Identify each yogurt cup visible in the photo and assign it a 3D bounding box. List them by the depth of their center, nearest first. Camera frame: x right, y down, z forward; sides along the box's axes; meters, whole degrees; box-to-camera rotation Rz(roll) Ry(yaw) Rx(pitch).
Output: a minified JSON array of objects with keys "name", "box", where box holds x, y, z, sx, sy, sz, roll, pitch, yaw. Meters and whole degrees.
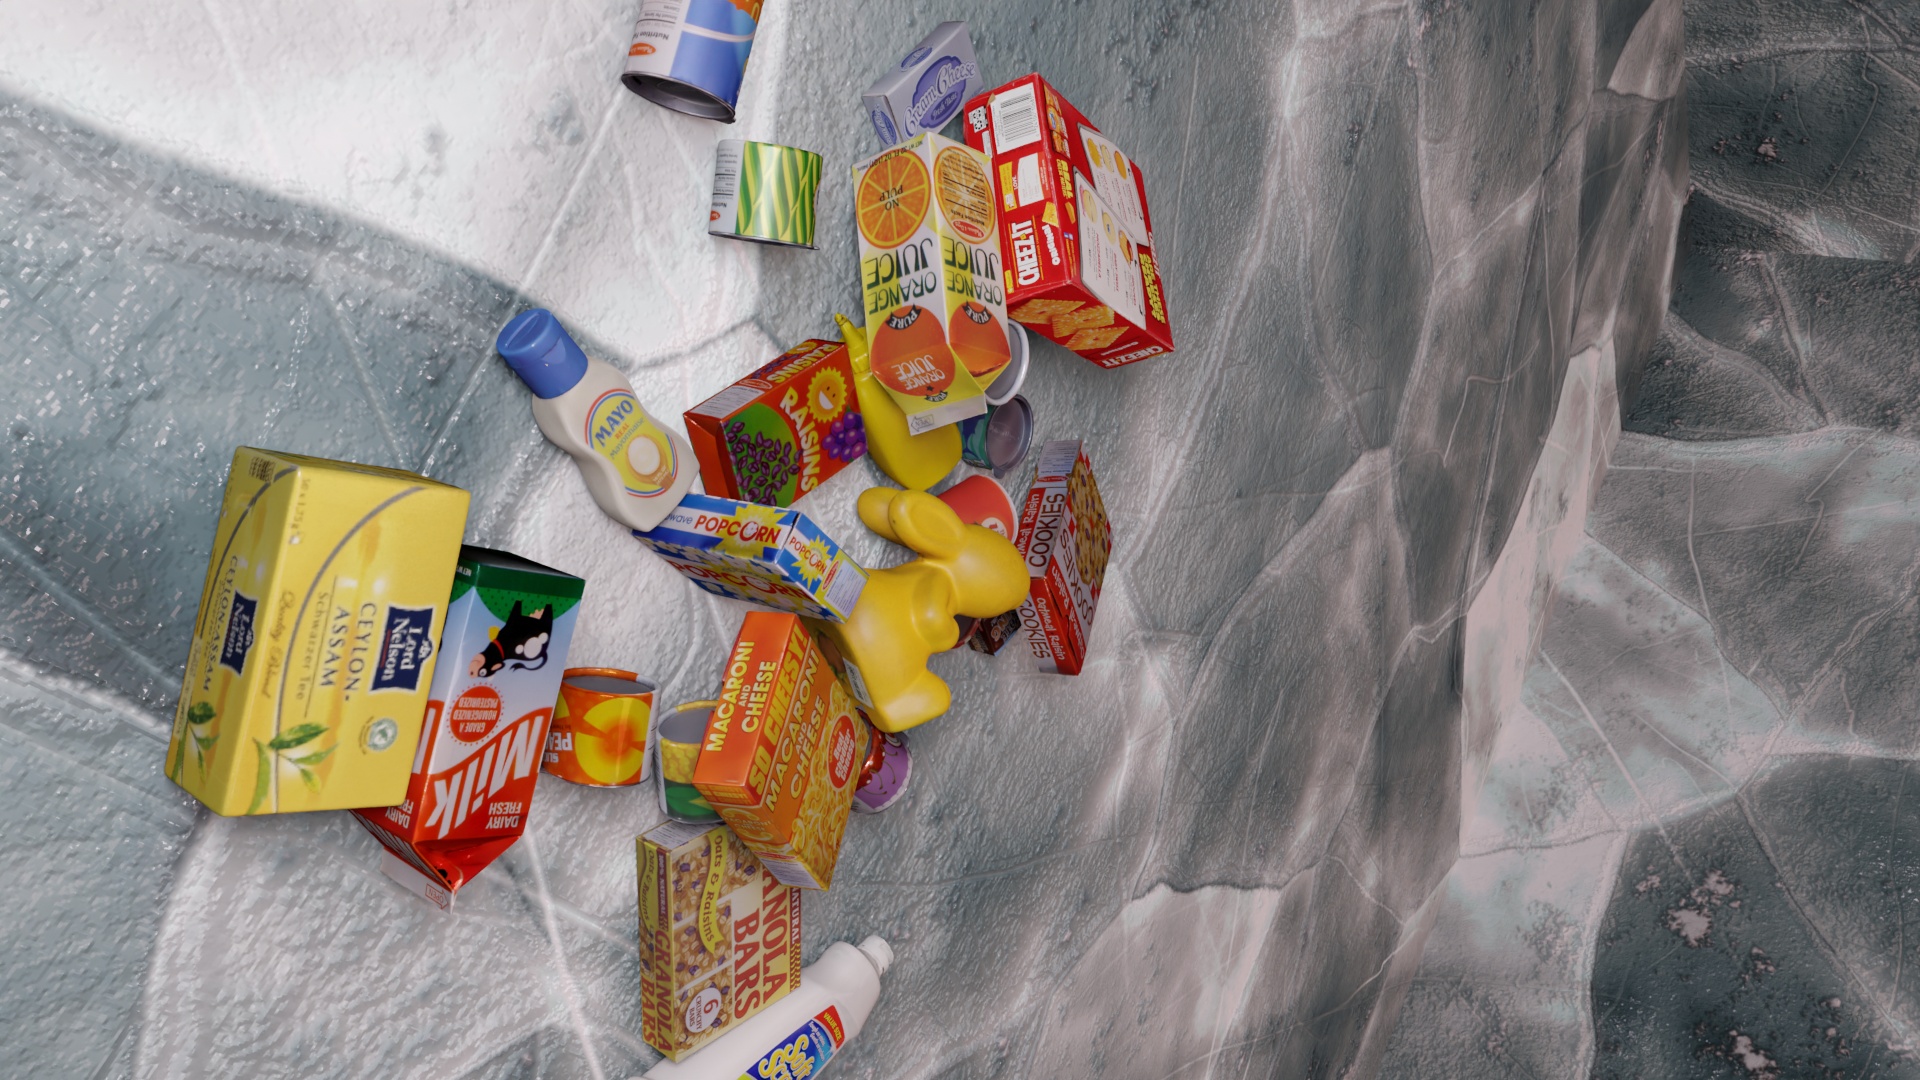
[{"name":"yogurt cup","box":[0.004,-0.014,1.107,0.054,0.072,0.072,-23,120,-38]}]

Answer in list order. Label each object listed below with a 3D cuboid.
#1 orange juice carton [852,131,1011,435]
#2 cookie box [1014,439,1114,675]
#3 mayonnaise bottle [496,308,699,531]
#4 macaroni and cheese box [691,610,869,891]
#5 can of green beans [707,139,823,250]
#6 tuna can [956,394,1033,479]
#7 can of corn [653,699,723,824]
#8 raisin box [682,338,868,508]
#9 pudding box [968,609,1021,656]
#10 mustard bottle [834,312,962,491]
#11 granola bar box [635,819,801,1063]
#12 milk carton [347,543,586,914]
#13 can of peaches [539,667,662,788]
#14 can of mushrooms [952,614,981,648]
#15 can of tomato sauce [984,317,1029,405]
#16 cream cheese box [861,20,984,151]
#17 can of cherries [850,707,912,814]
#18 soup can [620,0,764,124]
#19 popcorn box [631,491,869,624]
[{"name":"orange juice carton","box":[-0.018,-0.173,0.958,0.073,0.071,0.193,5,77,-51]},{"name":"cookie box","box":[0.089,0.014,1.204,0.168,0.040,0.122,-71,150,-41]},{"name":"mayonnaise bottle","box":[-0.213,-0.071,0.813,0.065,0.041,0.147,-56,141,-22]},{"name":"macaroni and cheese box","box":[-0.115,0.142,0.918,0.165,0.040,0.124,68,29,-52]},{"name":"can of green beans","box":[-0.121,-0.215,0.865,0.071,0.071,0.057,-4,105,-53]},{"name":"tuna can","box":[0.027,-0.087,1.137,0.071,0.033,0.070,-23,120,-48]},{"name":"can of corn","box":[-0.168,0.146,0.926,0.071,0.071,0.058,-25,121,-47]},{"name":"raisin box","box":[-0.121,-0.073,0.938,0.124,0.040,0.085,-39,130,-40]},{"name":"pudding box","box":[0.036,0.054,1.201,0.084,0.030,0.049,-49,137,-32]},{"name":"mustard bottle","box":[-0.053,-0.107,1.005,0.065,0.049,0.159,-40,131,-12]},{"name":"granola bar box","box":[-0.170,0.267,0.992,0.125,0.039,0.165,-18,116,-49]},{"name":"milk carton","box":[-0.277,0.101,0.762,0.073,0.072,0.190,14,91,-55]},{"name":"can of peaches","box":[-0.221,0.113,0.848,0.071,0.071,0.058,1,102,-53]},{"name":"can of mushrooms","box":[-0.013,0.055,1.133,0.071,0.033,0.070,-24,121,-48]},{"name":"can of tomato sauce","box":[0.000,-0.141,1.039,0.071,0.083,0.071,-24,121,-47]},{"name":"cream cheese box","box":[-0.024,-0.321,0.993,0.104,0.024,0.053,-51,138,-29]},{"name":"can of cherries","box":[-0.077,0.165,1.058,0.058,0.071,0.072,47,64,-48]},{"name":"soup can","box":[-0.150,-0.293,0.799,0.071,0.071,0.083,16,89,-54]},{"name":"popcorn box","box":[-0.133,0.009,0.876,0.085,0.127,0.038,48,59,-49]}]
